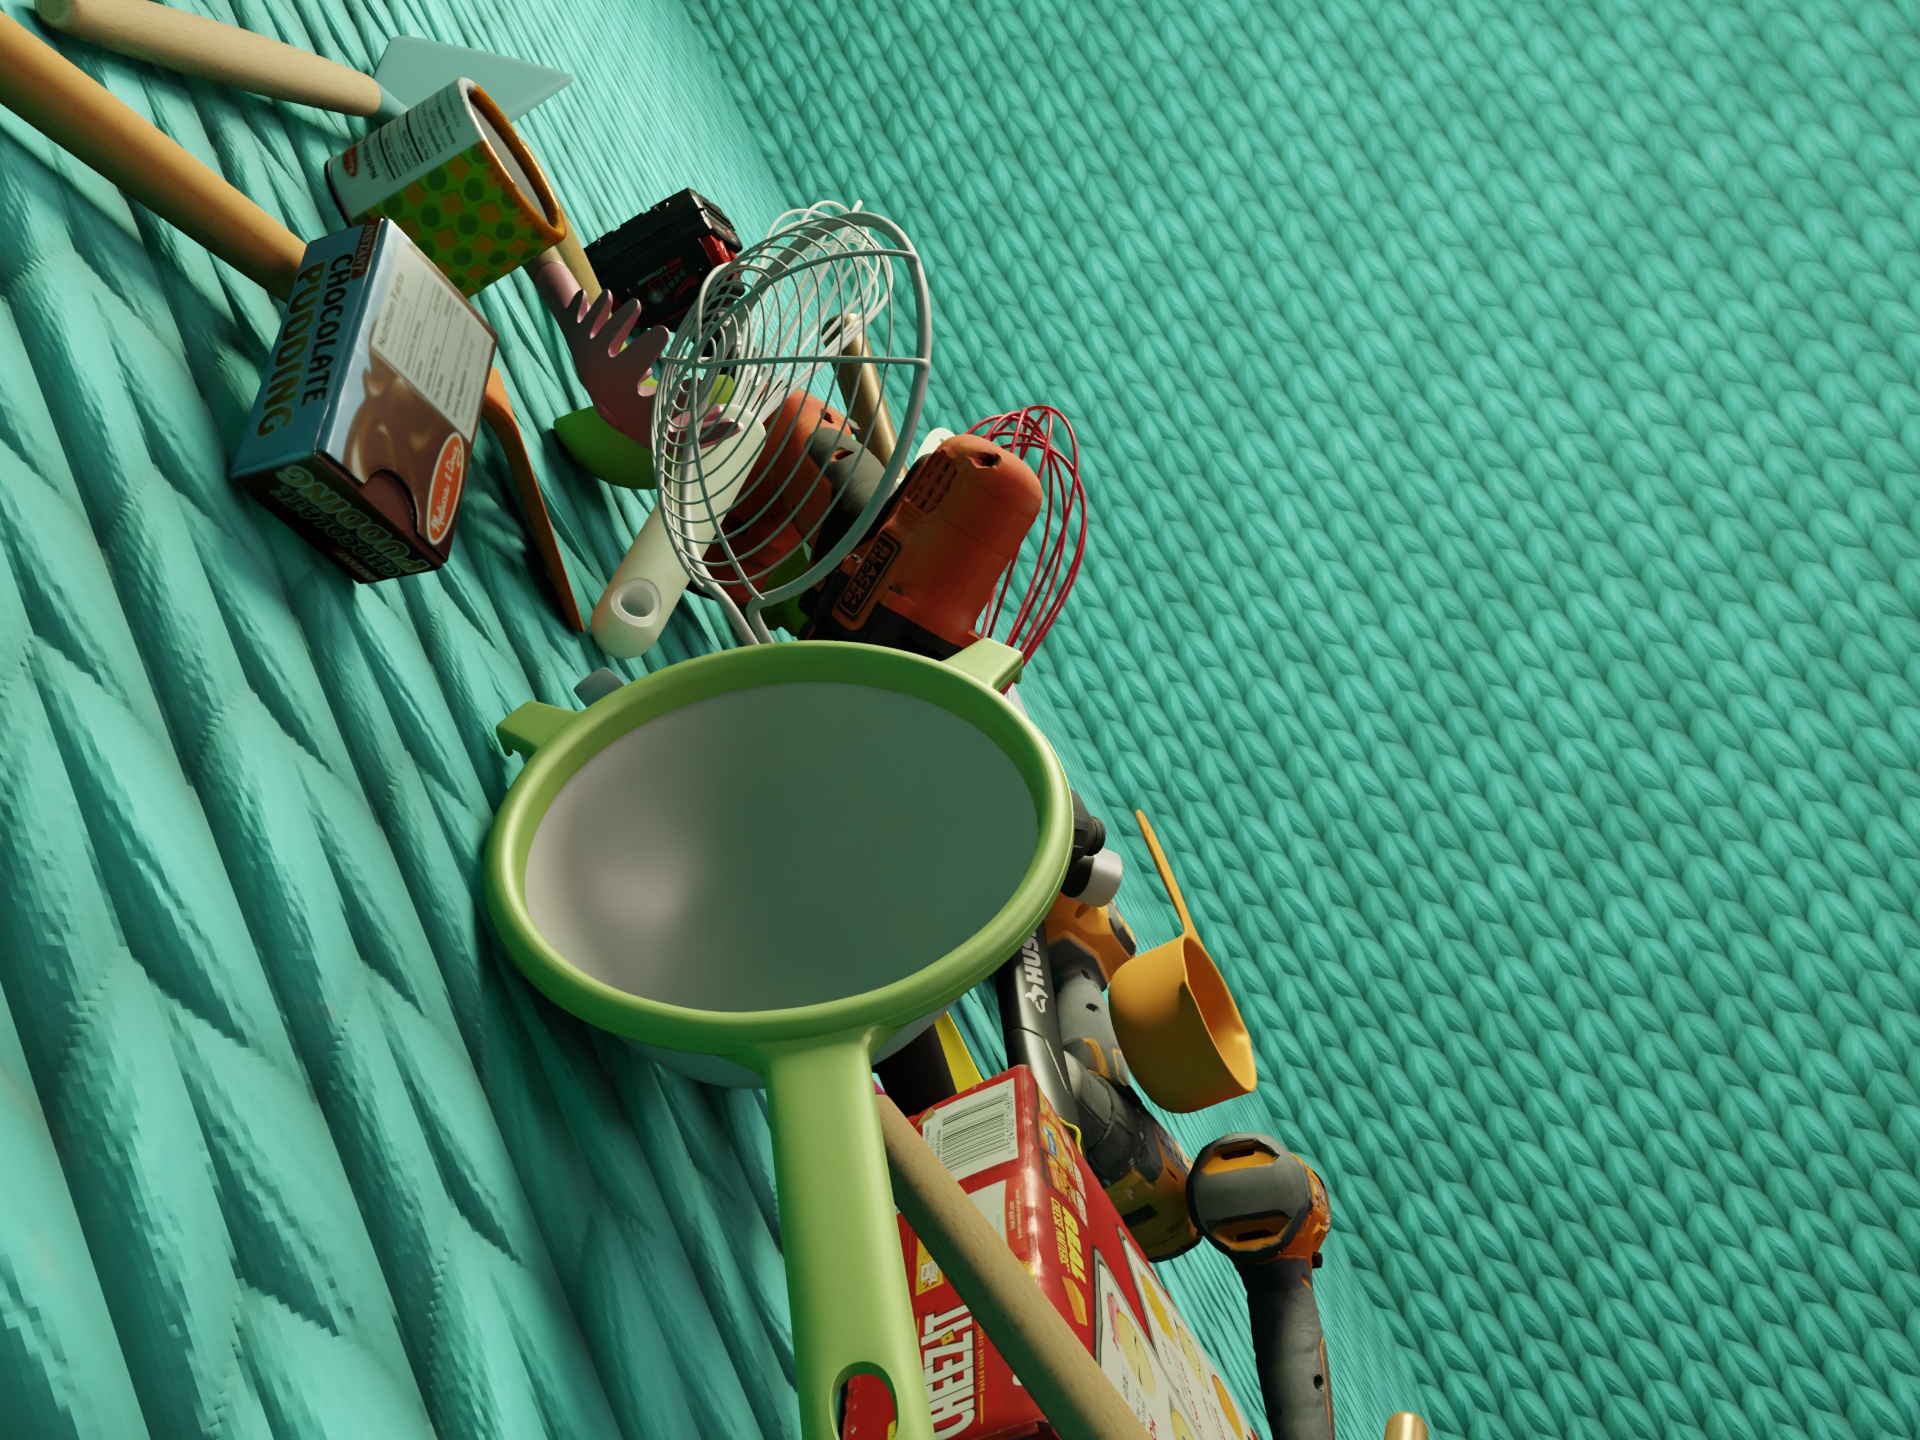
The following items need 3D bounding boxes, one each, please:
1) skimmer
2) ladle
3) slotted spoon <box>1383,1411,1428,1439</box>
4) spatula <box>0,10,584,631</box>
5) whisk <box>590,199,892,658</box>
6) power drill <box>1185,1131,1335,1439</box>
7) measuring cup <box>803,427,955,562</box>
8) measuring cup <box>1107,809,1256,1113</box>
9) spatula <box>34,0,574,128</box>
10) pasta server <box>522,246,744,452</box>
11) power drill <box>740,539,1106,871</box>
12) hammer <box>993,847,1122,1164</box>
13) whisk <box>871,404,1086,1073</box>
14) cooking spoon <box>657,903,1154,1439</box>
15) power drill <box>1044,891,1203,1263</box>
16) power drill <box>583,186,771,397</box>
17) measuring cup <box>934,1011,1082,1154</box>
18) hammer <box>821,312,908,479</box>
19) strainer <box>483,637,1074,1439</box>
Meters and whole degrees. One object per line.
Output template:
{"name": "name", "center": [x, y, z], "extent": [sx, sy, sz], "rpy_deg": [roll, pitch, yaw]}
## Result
{"name": "skimmer", "center": [-0.021, 0.018, 0.550], "extent": [0.127, 0.090, 0.363], "rpy_deg": [15, -52, 50]}
{"name": "ladle", "center": [-0.180, -0.212, 0.755], "extent": [0.062, 0.078, 0.321], "rpy_deg": [88, -21, -47]}
{"name": "slotted spoon", "center": [0.103, 0.312, 0.401], "extent": [0.070, 0.031, 0.314], "rpy_deg": [59, 31, -19]}
{"name": "spatula", "center": [-0.190, -0.117, 0.441], "extent": [0.081, 0.041, 0.322], "rpy_deg": [66, 12, 26]}
{"name": "whisk", "center": [-0.086, -0.123, 0.636], "extent": [0.057, 0.059, 0.246], "rpy_deg": [29, 59, -11]}
{"name": "power drill", "center": [0.175, 0.335, 0.817], "extent": [0.164, 0.084, 0.227], "rpy_deg": [48, 31, -62]}
{"name": "measuring cup", "center": [-0.030, -0.103, 0.796], "extent": [0.083, 0.038, 0.168], "rpy_deg": [37, 32, -10]}
{"name": "measuring cup", "center": [0.104, 0.130, 0.864], "extent": [0.095, 0.052, 0.174], "rpy_deg": [42, 25, -51]}
{"name": "spatula", "center": [-0.223, -0.236, 0.561], "extent": [0.318, 0.082, 0.044], "rpy_deg": [-77, 180, -75]}
{"name": "pasta server", "center": [-0.171, -0.200, 0.660], "extent": [0.317, 0.040, 0.060], "rpy_deg": [55, 3, 39]}
{"name": "power drill", "center": [-0.024, -0.015, 0.803], "extent": [0.171, 0.080, 0.223], "rpy_deg": [12, 41, -40]}
{"name": "hammer", "center": [0.031, 0.158, 0.726], "extent": [0.146, 0.035, 0.335], "rpy_deg": [21, 34, -22]}
{"name": "whisk", "center": [-0.001, -0.002, 0.655], "extent": [0.073, 0.073, 0.296], "rpy_deg": [49, 51, -61]}
{"name": "cooking spoon", "center": [-0.011, 0.122, 0.424], "extent": [0.319, 0.017, 0.068], "rpy_deg": [44, 3, 42]}
{"name": "power drill", "center": [0.058, 0.168, 0.886], "extent": [0.185, 0.084, 0.226], "rpy_deg": [52, 16, -44]}
{"name": "power drill", "center": [-0.129, -0.193, 0.942], "extent": [0.219, 0.078, 0.143], "rpy_deg": [61, 7, -8]}
{"name": "measuring cup", "center": [0.001, 0.154, 0.665], "extent": [0.157, 0.062, 0.029], "rpy_deg": [54, -10, 42]}
{"name": "hammer", "center": [-0.030, -0.102, 1.008], "extent": [0.130, 0.031, 0.331], "rpy_deg": [-39, -114, 64]}
{"name": "strainer", "center": [-0.035, 0.080, 0.387], "extent": [0.257, 0.151, 0.069], "rpy_deg": [-106, -170, -49]}
